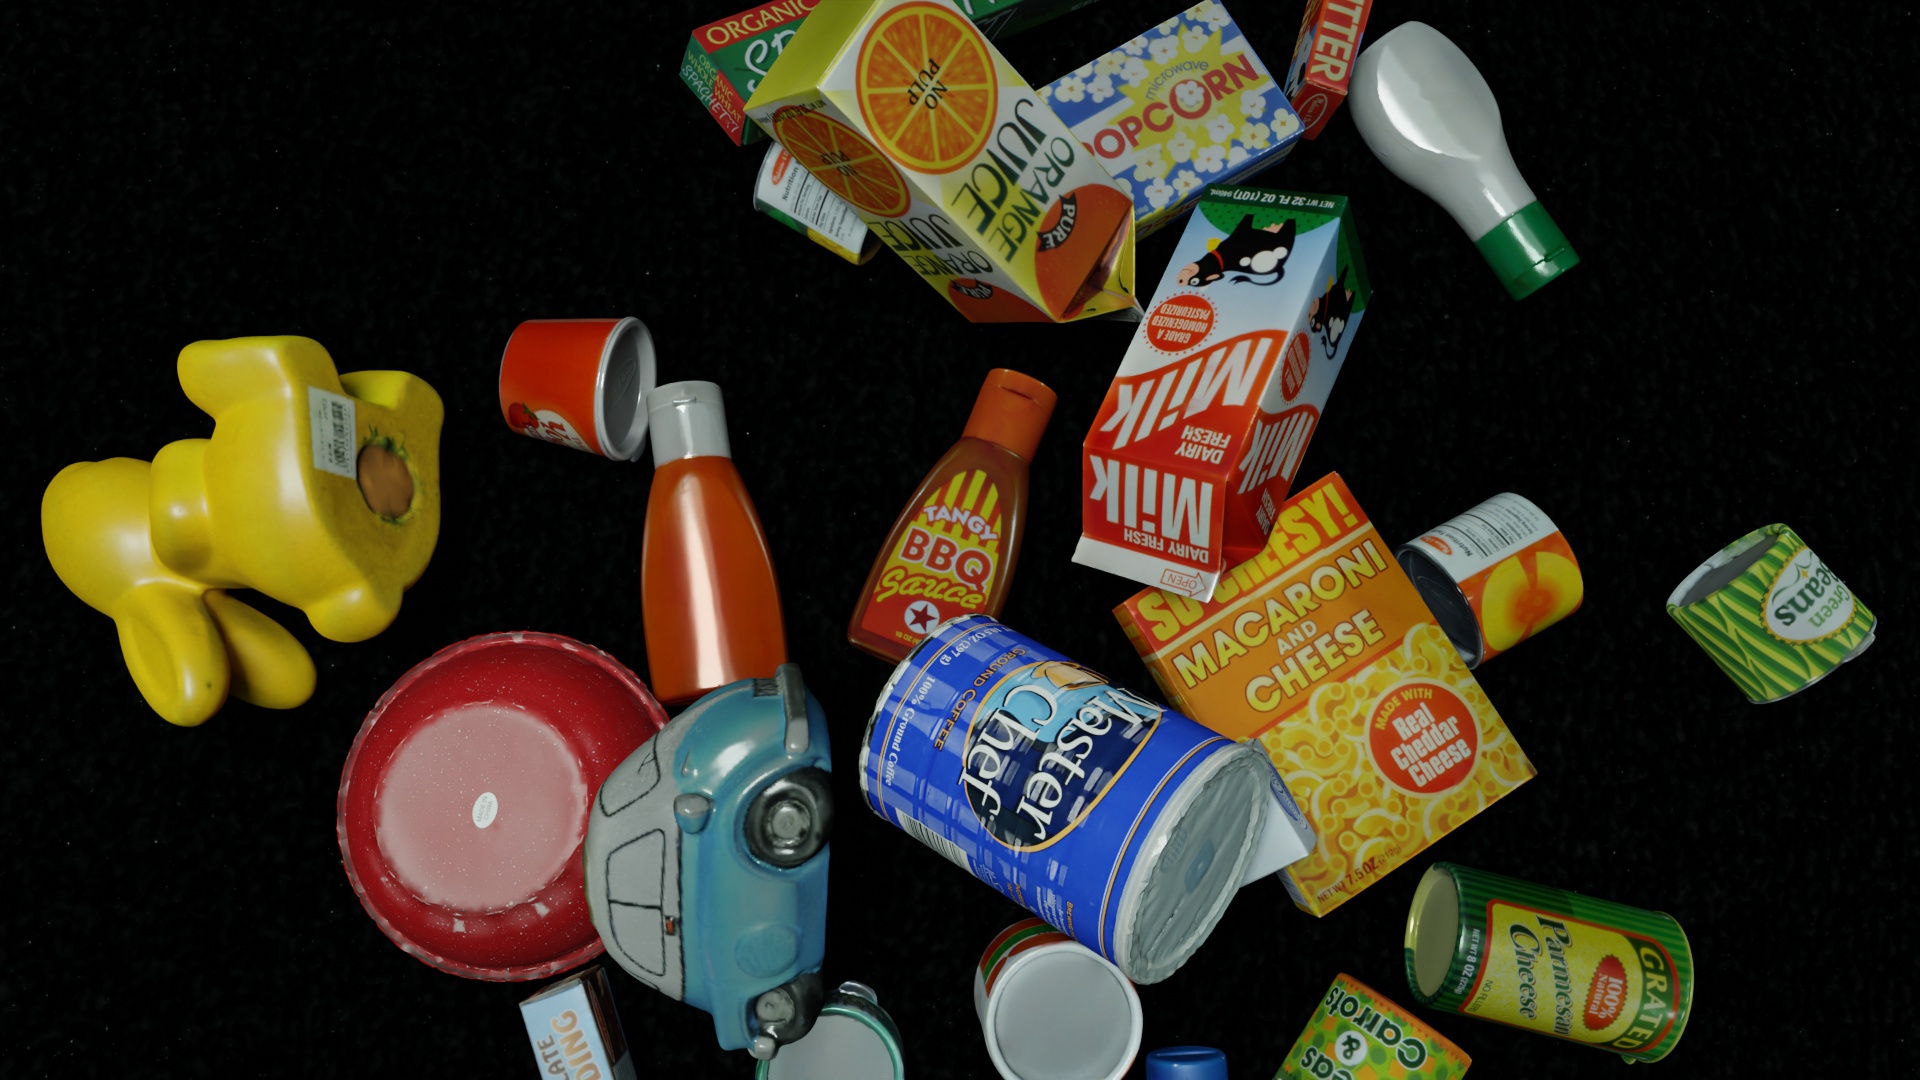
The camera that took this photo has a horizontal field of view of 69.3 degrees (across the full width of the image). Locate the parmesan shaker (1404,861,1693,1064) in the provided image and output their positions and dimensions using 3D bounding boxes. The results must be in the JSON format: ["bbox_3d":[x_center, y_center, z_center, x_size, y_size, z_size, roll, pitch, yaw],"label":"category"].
[{"bbox_3d":[0.260,0.191,0.624,0.103,0.071,0.071,13,80,0],"label":"parmesan shaker"}]

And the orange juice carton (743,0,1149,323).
[{"bbox_3d":[0.006,-0.158,0.624,0.192,0.072,0.073,39,75,-31],"label":"orange juice carton"}]

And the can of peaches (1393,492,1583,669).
[{"bbox_3d":[0.248,0.020,0.655,0.058,0.071,0.071,-27,83,-7],"label":"can of peaches"}]

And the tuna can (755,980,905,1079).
[{"bbox_3d":[-0.056,0.235,0.619,0.071,0.033,0.071,0,81,-2],"label":"tuna can"}]

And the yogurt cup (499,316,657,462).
[{"bbox_3d":[-0.180,-0.074,0.654,0.054,0.072,0.072,8,80,7],"label":"yogurt cup"}]

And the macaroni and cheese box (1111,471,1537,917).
[{"bbox_3d":[0.168,0.071,0.654,0.124,0.040,0.166,-31,83,-7],"label":"macaroni and cheese box"}]

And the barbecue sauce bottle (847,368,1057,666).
[{"bbox_3d":[0.002,-0.008,0.659,0.065,0.043,0.149,22,80,6],"label":"barbecue sauce bottle"}]

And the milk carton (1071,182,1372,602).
[{"bbox_3d":[0.118,-0.064,0.637,0.072,0.073,0.191,16,71,32],"label":"milk carton"}]

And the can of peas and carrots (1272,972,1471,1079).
[{"bbox_3d":[0.180,0.233,0.611,0.071,0.071,0.059,35,80,4],"label":"can of peas and carrots"}]

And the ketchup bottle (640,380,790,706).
[{"bbox_3d":[-0.120,0.000,0.652,0.065,0.043,0.149,-8,80,-10],"label":"ketchup bottle"}]

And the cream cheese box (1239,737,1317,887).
[{"bbox_3d":[0.102,0.136,0.625,0.103,0.024,0.053,-33,84,23],"label":"cream cheese box"}]

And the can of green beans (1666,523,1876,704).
[{"bbox_3d":[0.381,0.034,0.656,0.071,0.071,0.058,-40,84,-8],"label":"can of green beans"}]

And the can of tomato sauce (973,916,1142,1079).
[{"bbox_3d":[0.042,0.201,0.604,0.071,0.083,0.071,0,81,-2],"label":"can of tomato sauce"}]

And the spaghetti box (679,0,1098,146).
[{"bbox_3d":[-0.015,-0.257,0.670,0.251,0.028,0.050,-31,77,-26],"label":"spaghetti box"}]

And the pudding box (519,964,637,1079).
[{"bbox_3d":[-0.162,0.233,0.607,0.030,0.049,0.084,-19,82,-7],"label":"pudding box"}]

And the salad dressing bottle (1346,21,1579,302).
[{"bbox_3d":[0.254,-0.190,0.702,0.064,0.044,0.147,-32,84,-9],"label":"salad dressing bottle"}]

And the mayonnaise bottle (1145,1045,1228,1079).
[{"bbox_3d":[0.105,0.303,0.610,0.065,0.041,0.148,-3,81,-1],"label":"mayonnaise bottle"}]

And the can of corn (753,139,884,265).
[{"bbox_3d":[-0.058,-0.177,0.677,0.058,0.071,0.071,30,81,2],"label":"can of corn"}]

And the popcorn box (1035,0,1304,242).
[{"bbox_3d":[0.096,-0.206,0.700,0.127,0.038,0.085,-30,84,-7],"label":"popcorn box"}]

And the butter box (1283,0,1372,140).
[{"bbox_3d":[0.190,-0.263,0.707,0.024,0.053,0.103,17,80,-1],"label":"butter box"}]
